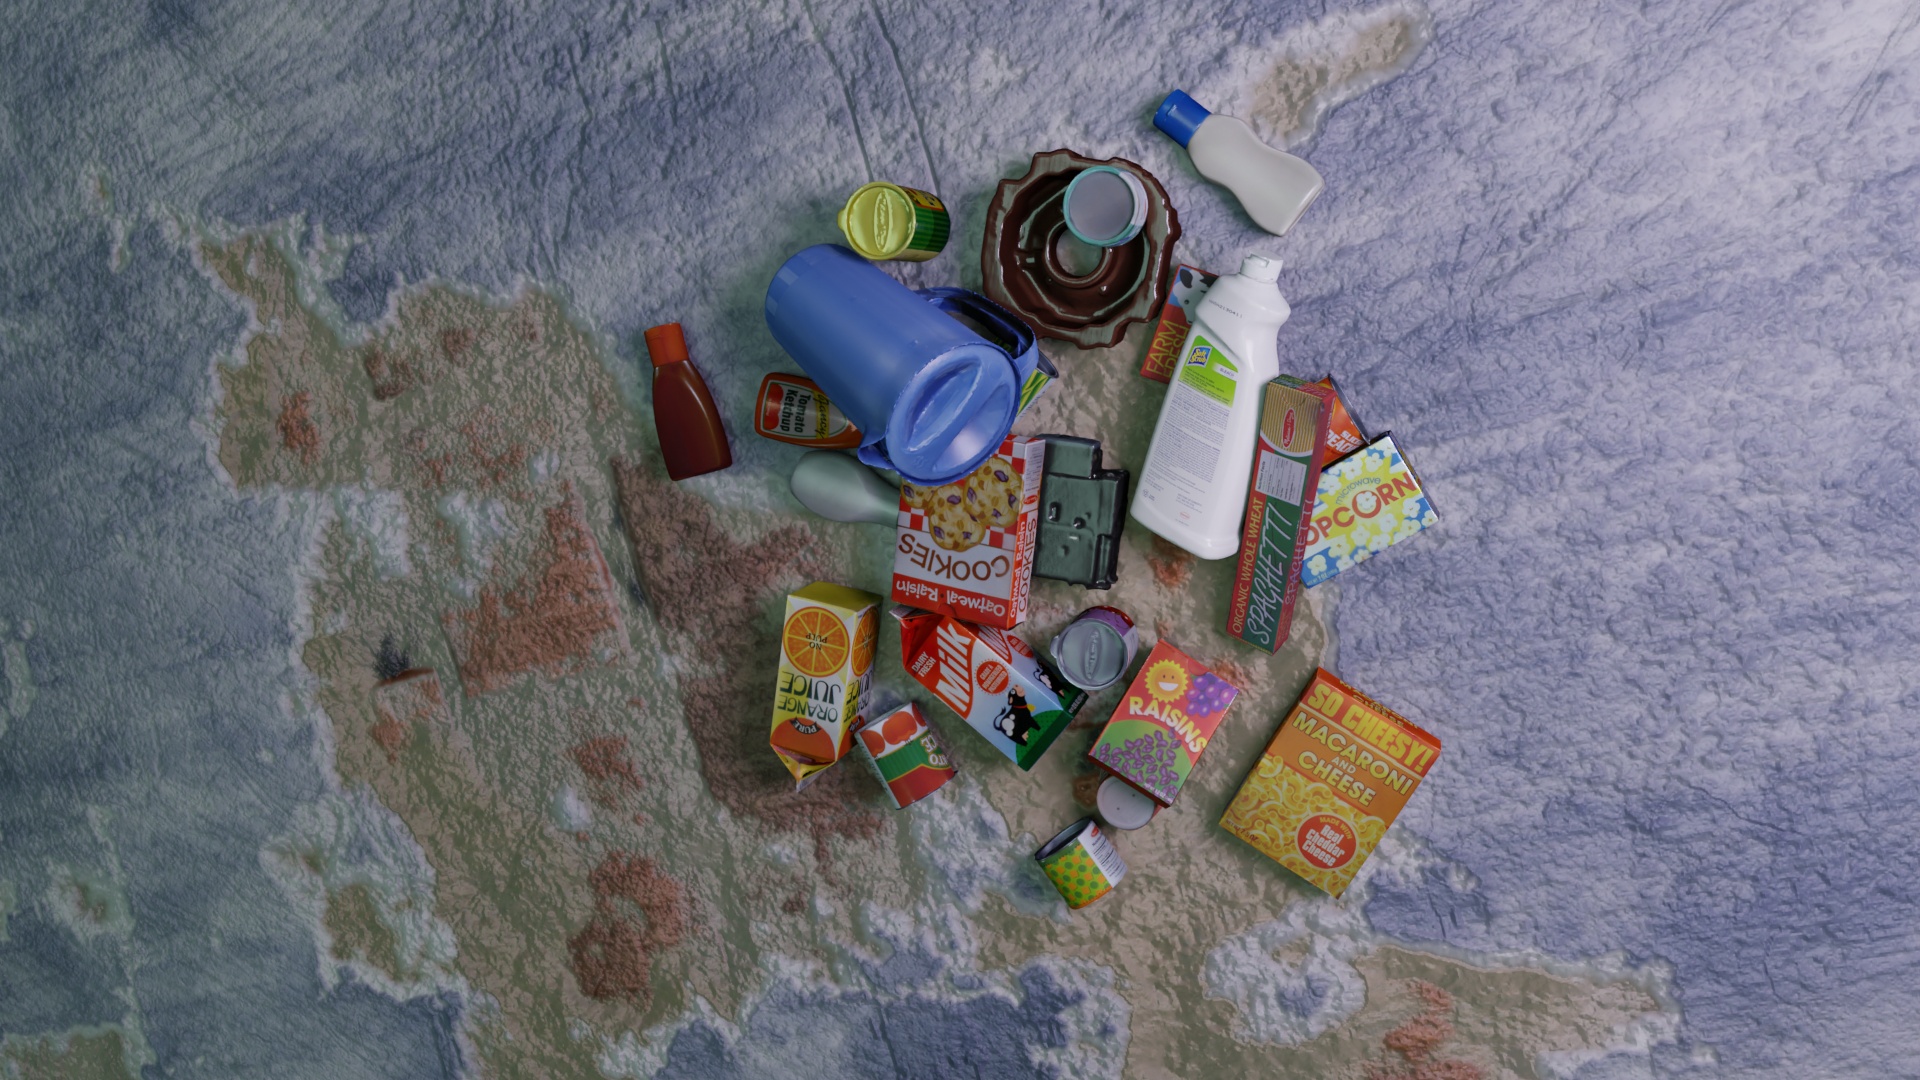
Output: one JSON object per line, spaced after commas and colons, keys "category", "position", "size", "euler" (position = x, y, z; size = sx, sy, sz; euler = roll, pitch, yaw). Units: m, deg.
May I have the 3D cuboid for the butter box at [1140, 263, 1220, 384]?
{"category": "butter box", "position": [0.198, -0.183, 1.205], "size": [0.053, 0.024, 0.103], "euler": [22, 105, 12]}

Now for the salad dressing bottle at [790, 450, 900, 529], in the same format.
{"category": "salad dressing bottle", "position": [-0.086, -0.039, 1.311], "size": [0.148, 0.044, 0.064], "euler": [21, 105, 11]}

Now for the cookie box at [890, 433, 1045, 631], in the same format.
{"category": "cookie box", "position": [0.004, -0.015, 1.232], "size": [0.123, 0.040, 0.167], "euler": [13, 104, 28]}

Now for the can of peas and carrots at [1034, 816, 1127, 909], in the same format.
{"category": "can of peas and carrots", "position": [0.111, 0.302, 1.296], "size": [0.071, 0.071, 0.059], "euler": [-37, 88, 20]}

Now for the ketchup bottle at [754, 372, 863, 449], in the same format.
{"category": "ketchup bottle", "position": [-0.117, -0.114, 1.307], "size": [0.149, 0.043, 0.064], "euler": [14, 98, 14]}

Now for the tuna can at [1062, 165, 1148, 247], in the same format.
{"category": "tuna can", "position": [0.117, -0.276, 1.149], "size": [0.071, 0.033, 0.071], "euler": [4, 102, 18]}

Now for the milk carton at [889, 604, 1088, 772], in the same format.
{"category": "milk carton", "position": [0.018, 0.118, 1.289], "size": [0.191, 0.072, 0.073], "euler": [40, 109, 7]}

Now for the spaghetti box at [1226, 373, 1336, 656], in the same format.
{"category": "spaghetti box", "position": [0.265, -0.017, 1.160], "size": [0.050, 0.029, 0.248], "euler": [25, 128, 32]}

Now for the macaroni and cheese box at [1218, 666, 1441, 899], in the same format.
{"category": "macaroni and cheese box", "position": [0.325, 0.213, 1.227], "size": [0.124, 0.040, 0.166], "euler": [32, 108, 10]}

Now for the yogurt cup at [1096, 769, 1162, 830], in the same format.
{"category": "yogurt cup", "position": [0.157, 0.231, 1.275], "size": [0.072, 0.054, 0.072], "euler": [3, 102, 17]}

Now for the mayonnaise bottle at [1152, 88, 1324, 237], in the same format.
{"category": "mayonnaise bottle", "position": [0.229, -0.320, 1.163], "size": [0.148, 0.041, 0.064], "euler": [40, 107, 8]}

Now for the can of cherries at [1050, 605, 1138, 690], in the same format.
{"category": "can of cherries", "position": [0.122, 0.095, 1.260], "size": [0.071, 0.058, 0.071], "euler": [4, 102, 17]}

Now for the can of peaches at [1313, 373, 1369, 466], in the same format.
{"category": "can of peaches", "position": [0.302, -0.096, 1.164], "size": [0.058, 0.071, 0.071], "euler": [-31, 90, 21]}

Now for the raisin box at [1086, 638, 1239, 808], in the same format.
{"category": "raisin box", "position": [0.180, 0.163, 1.235], "size": [0.086, 0.040, 0.123], "euler": [32, 77, 11]}

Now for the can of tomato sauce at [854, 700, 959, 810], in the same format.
{"category": "can of tomato sauce", "position": [-0.052, 0.204, 1.331], "size": [0.071, 0.071, 0.083], "euler": [-30, 89, 20]}

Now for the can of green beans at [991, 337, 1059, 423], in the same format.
{"category": "can of green beans", "position": [0.044, -0.146, 1.238], "size": [0.071, 0.071, 0.057], "euler": [44, 110, 6]}

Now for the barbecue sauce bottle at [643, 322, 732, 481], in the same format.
{"category": "barbecue sauce bottle", "position": [-0.271, -0.136, 1.351], "size": [0.065, 0.044, 0.148], "euler": [-13, 95, 19]}

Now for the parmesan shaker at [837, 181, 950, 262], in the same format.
{"category": "parmesan shaker", "position": [-0.057, -0.280, 1.226], "size": [0.071, 0.103, 0.071], "euler": [3, 101, 17]}

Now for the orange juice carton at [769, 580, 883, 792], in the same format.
{"category": "orange juice carton", "position": [-0.132, 0.144, 1.341], "size": [0.073, 0.072, 0.192], "euler": [12, 103, 16]}

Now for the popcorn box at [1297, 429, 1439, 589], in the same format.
{"category": "popcorn box", "position": [0.330, -0.025, 1.184], "size": [0.126, 0.038, 0.085], "euler": [-31, 90, 20]}
